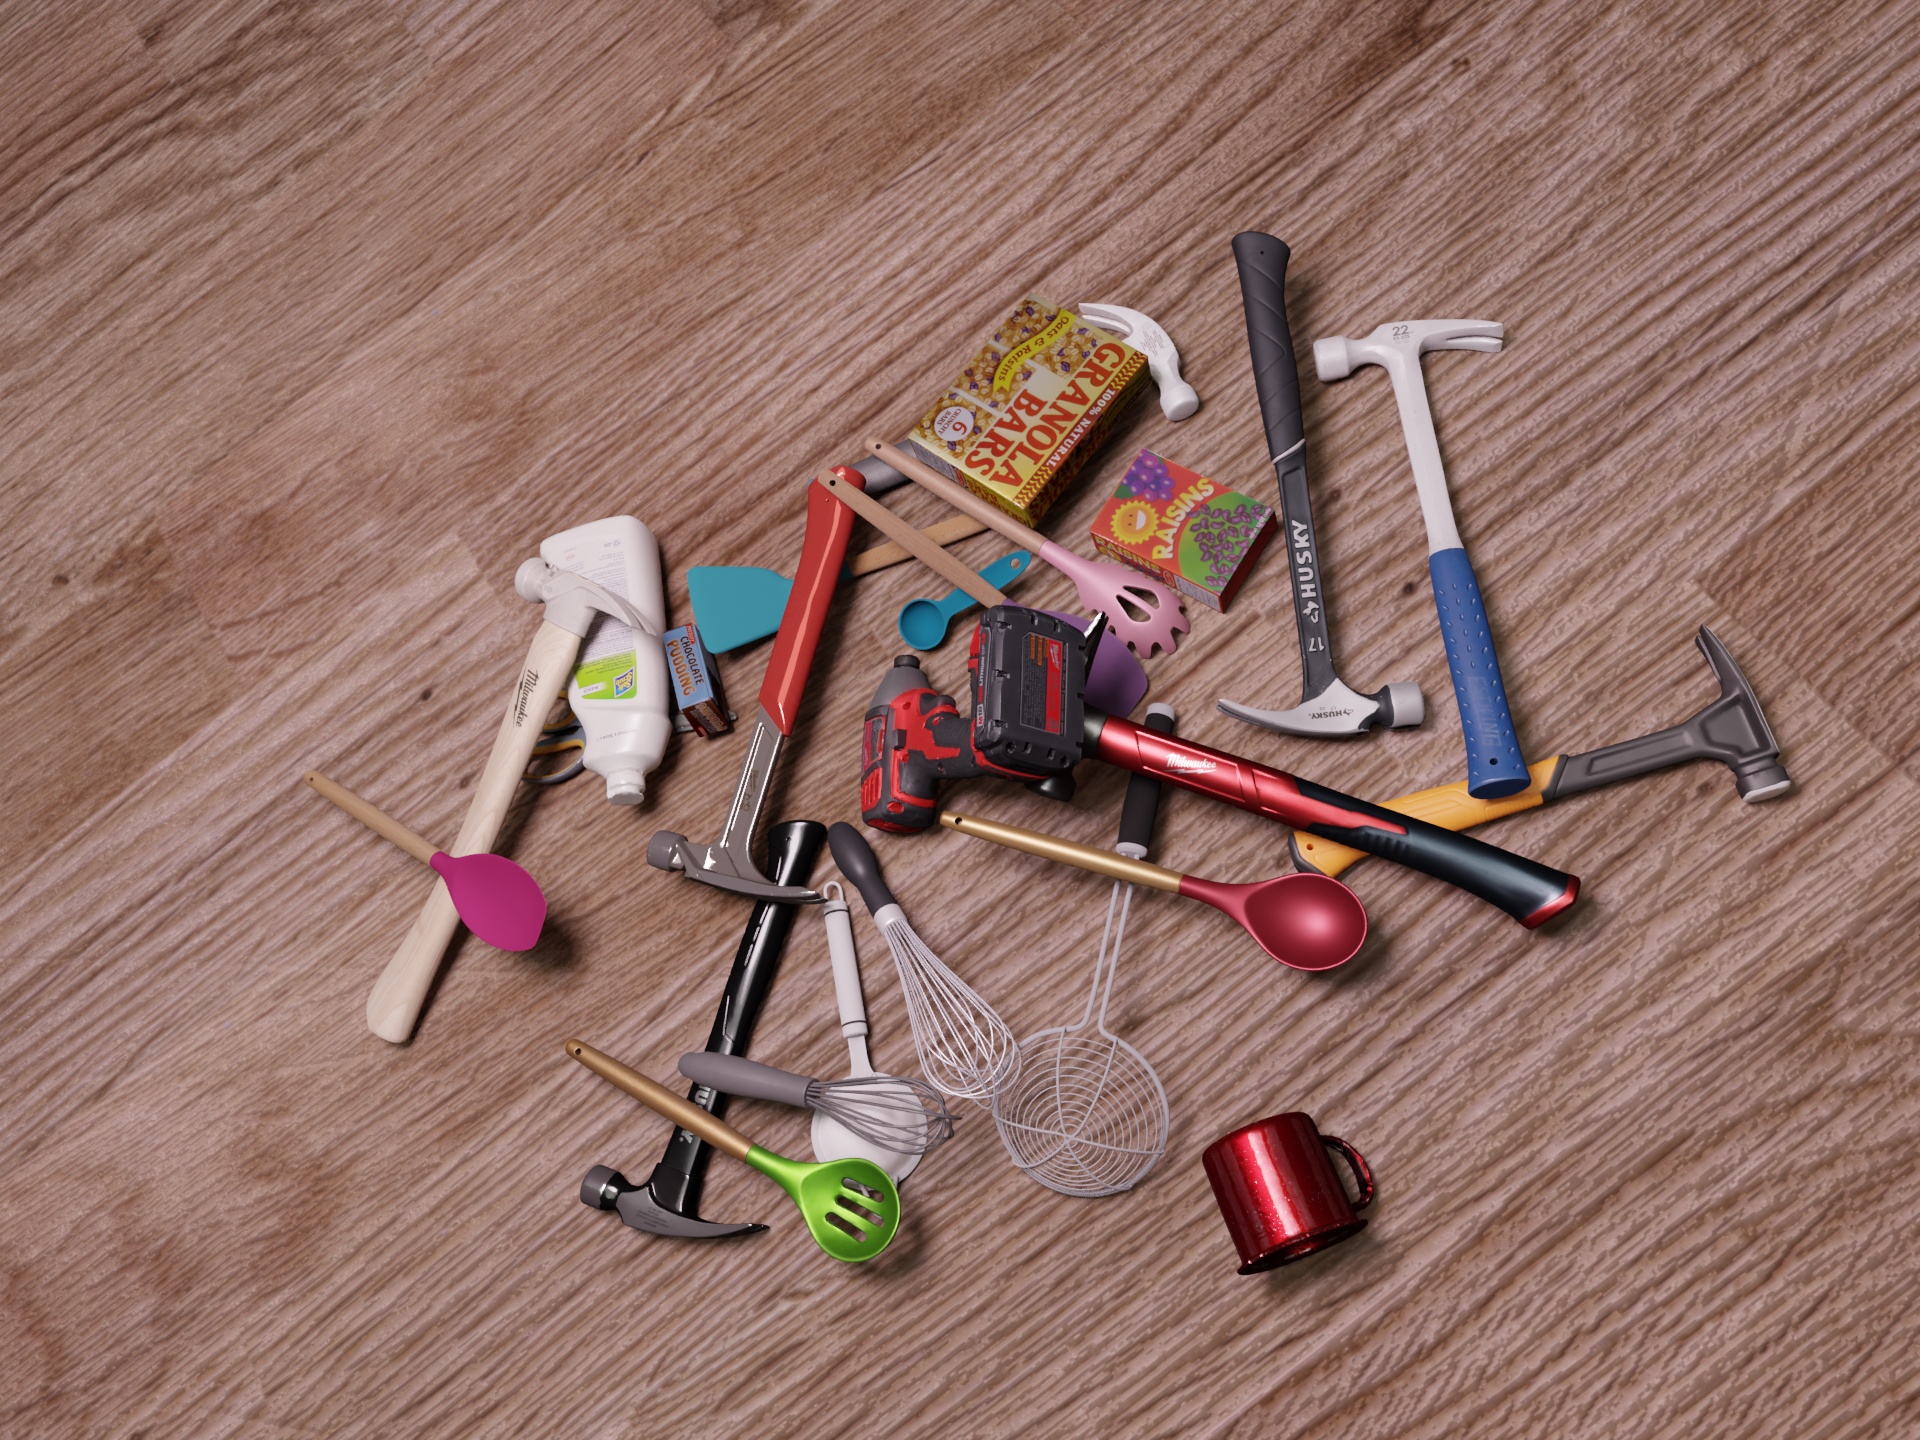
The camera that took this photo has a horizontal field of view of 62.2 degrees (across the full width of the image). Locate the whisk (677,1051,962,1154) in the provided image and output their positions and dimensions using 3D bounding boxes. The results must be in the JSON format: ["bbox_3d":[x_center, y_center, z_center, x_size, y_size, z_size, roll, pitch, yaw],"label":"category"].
[{"bbox_3d":[-0.107,0.269,1.153,0.239,0.055,0.055,5,73,28],"label":"whisk"}]

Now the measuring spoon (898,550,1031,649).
[{"bbox_3d":[0.006,-0.101,1.294,0.128,0.021,0.042,-32,87,19],"label":"measuring spoon"}]

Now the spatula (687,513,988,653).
[{"bbox_3d":[-0.071,-0.138,1.331,0.317,0.044,0.082,-20,70,7],"label":"spatula"}]

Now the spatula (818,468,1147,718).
[{"bbox_3d":[0.014,-0.108,1.269,0.316,0.018,0.060,36,96,9],"label":"spatula"}]

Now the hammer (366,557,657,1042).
[{"bbox_3d":[-0.381,0.076,1.302,0.146,0.038,0.410,25,92,33],"label":"hammer"}]

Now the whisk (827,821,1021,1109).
[{"bbox_3d":[-0.038,0.173,1.182,0.070,0.070,0.285,-37,48,1],"label":"whisk"}]

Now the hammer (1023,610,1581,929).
[{"bbox_3d":[0.246,0.044,1.129,0.386,0.038,0.143,19,89,15],"label":"hammer"}]

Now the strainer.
[{"bbox_3d":[-0.080,0.242,1.204,0.087,0.050,0.259,-10,65,-4],"label":"strainer"}]

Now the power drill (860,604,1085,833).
[{"bbox_3d":[-0.002,-0.004,1.194,0.219,0.078,0.143,-25,56,53],"label":"power drill"}]

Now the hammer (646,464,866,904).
[{"bbox_3d":[-0.130,-0.035,1.276,0.149,0.036,0.359,12,76,17],"label":"hammer"}]

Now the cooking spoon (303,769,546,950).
[{"bbox_3d":[-0.443,0.103,1.301,0.319,0.017,0.069,24,98,31],"label":"cooking spoon"}]

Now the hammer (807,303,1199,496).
[{"bbox_3d":[0.026,-0.251,1.348,0.331,0.033,0.128,-23,67,8],"label":"hammer"}]

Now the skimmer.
[{"bbox_3d":[0.116,0.163,1.179,0.127,0.090,0.363,9,64,14],"label":"skimmer"}]

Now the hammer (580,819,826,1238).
[{"bbox_3d":[-0.171,0.235,1.234,0.146,0.035,0.335,14,75,21],"label":"hammer"}]

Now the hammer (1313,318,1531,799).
[{"bbox_3d":[0.367,-0.135,1.186,0.144,0.035,0.406,-10,63,12],"label":"hammer"}]

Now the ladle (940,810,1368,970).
[{"bbox_3d":[0.133,0.111,1.138,0.315,0.031,0.069,15,76,16],"label":"ladle"}]

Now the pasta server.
[{"bbox_3d":[0.048,-0.150,1.292,0.316,0.040,0.060,34,83,20],"label":"pasta server"}]

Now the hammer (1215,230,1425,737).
[{"bbox_3d":[0.248,-0.185,1.217,0.149,0.036,0.409,-6,77,3],"label":"hammer"}]

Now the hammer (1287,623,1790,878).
[{"bbox_3d":[0.397,0.041,1.137,0.337,0.034,0.127,-18,68,9],"label":"hammer"}]

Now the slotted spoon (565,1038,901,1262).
[{"bbox_3d":[-0.173,0.306,1.175,0.314,0.031,0.070,22,78,25],"label":"slotted spoon"}]
